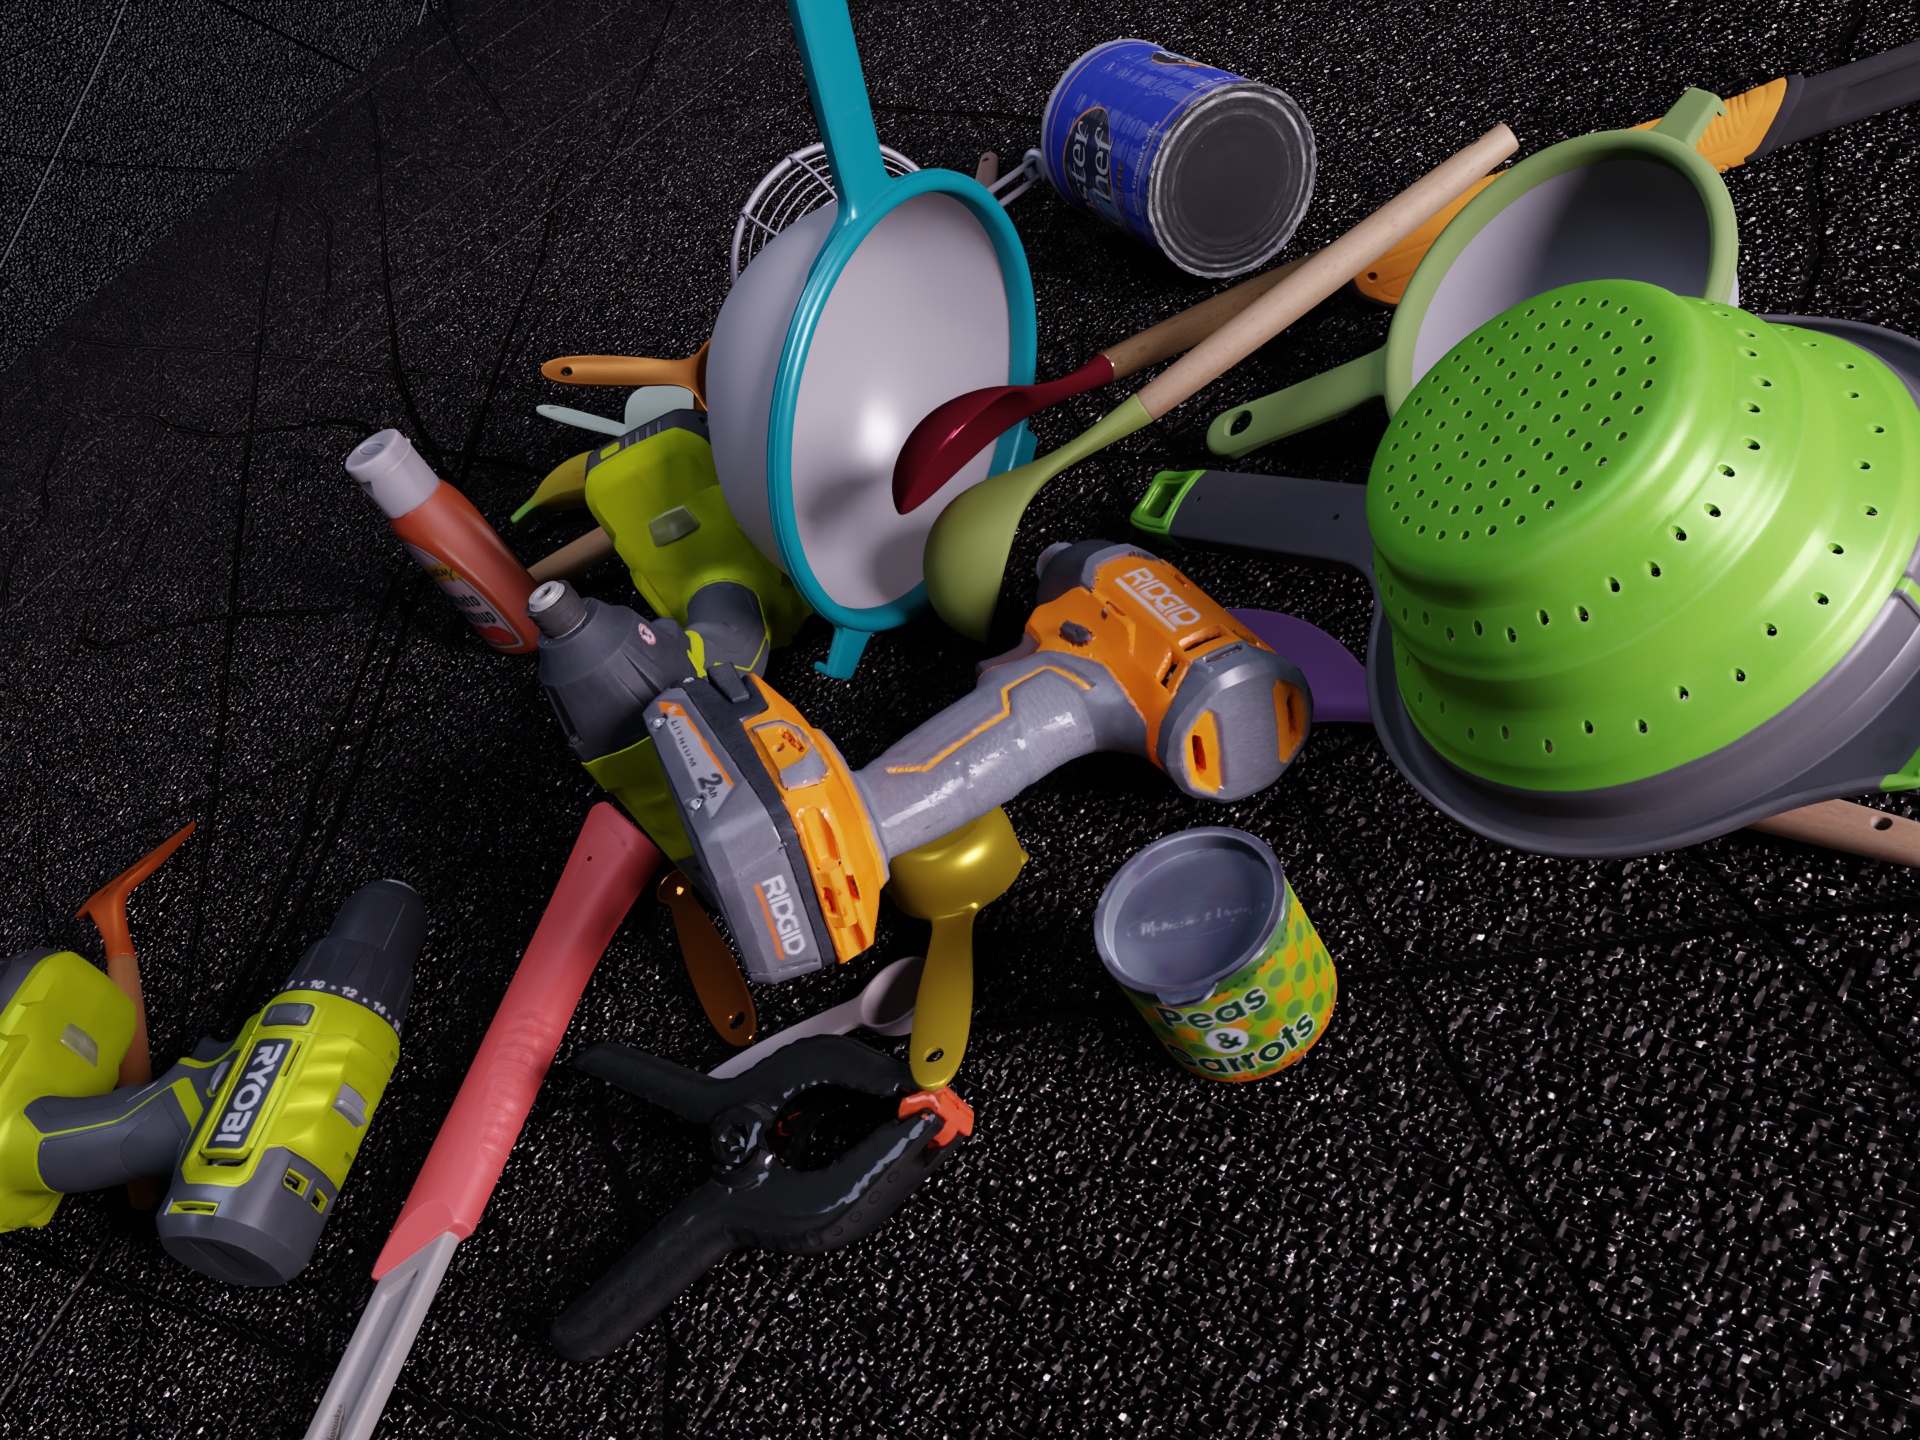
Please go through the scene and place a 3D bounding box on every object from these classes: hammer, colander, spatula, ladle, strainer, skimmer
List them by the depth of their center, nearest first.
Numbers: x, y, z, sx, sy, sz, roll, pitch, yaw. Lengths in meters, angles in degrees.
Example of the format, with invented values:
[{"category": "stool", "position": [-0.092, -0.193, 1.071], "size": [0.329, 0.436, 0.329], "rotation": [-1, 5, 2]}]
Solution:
[{"category": "colander", "position": [0.158, -0.083, 0.566], "size": [0.204, 0.094, 0.397], "rotation": [-58, 30, -6]}, {"category": "spatula", "position": [0.183, 0.001, 0.579], "size": [0.316, 0.018, 0.060], "rotation": [20, 62, 48]}, {"category": "hammer", "position": [-0.213, 0.186, 0.660], "size": [0.149, 0.036, 0.359], "rotation": [-9, 45, 29]}, {"category": "strainer", "position": [0.219, -0.146, 0.683], "size": [0.256, 0.069, 0.151], "rotation": [-13, 63, 51]}, {"category": "hammer", "position": [0.322, -0.257, 0.686], "size": [0.337, 0.127, 0.034], "rotation": [-13, 41, 35]}, {"category": "strainer", "position": [-0.065, -0.198, 0.704], "size": [0.095, 0.340, 0.211], "rotation": [18, 52, 28]}, {"category": "ladle", "position": [0.111, -0.146, 0.708], "size": [0.320, 0.062, 0.078], "rotation": [-35, 13, 16]}, {"category": "ladle", "position": [0.089, -0.178, 0.762], "size": [0.315, 0.031, 0.069], "rotation": [-30, -9, -25]}, {"category": "spatula", "position": [-0.458, 0.155, 0.887], "size": [0.081, 0.041, 0.323], "rotation": [-37, 42, -4]}, {"category": "skimmer", "position": [-0.004, -0.309, 0.946], "size": [0.090, 0.127, 0.363], "rotation": [0, 31, 29]}]

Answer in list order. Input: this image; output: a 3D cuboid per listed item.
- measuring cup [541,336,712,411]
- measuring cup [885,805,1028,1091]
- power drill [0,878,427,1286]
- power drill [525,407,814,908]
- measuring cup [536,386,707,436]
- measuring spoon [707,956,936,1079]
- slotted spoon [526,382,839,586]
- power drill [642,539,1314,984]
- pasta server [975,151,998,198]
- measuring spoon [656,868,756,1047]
[{"category": "measuring cup", "position": [-0.158, -0.190, 0.944], "size": [0.173, 0.052, 0.095], "rotation": [1, 64, -8]}, {"category": "measuring cup", "position": [-0.008, 0.077, 0.603], "size": [0.062, 0.029, 0.157], "rotation": [-14, 28, 11]}, {"category": "power drill", "position": [-0.369, 0.162, 0.752], "size": [0.228, 0.080, 0.191], "rotation": [-5, 47, 18]}, {"category": "power drill", "position": [-0.128, -0.043, 0.735], "size": [0.080, 0.171, 0.223], "rotation": [-24, 36, 14]}, {"category": "measuring cup", "position": [-0.212, -0.202, 1.023], "size": [0.168, 0.038, 0.083], "rotation": [17, 29, 28]}, {"category": "measuring spoon", "position": [-0.058, 0.130, 0.627], "size": [0.124, 0.018, 0.034], "rotation": [-29, 29, 18]}, {"category": "slotted spoon", "position": [-0.175, -0.119, 0.917], "size": [0.314, 0.031, 0.070], "rotation": [-18, 27, 41]}, {"category": "power drill", "position": [-0.001, -0.002, 0.622], "size": [0.226, 0.084, 0.164], "rotation": [-22, 36, -12]}, {"category": "pasta server", "position": [0.006, -0.291, 1.005], "size": [0.060, 0.040, 0.316], "rotation": [-7, 43, 14]}, {"category": "measuring spoon", "position": [-0.109, 0.104, 0.695], "size": [0.021, 0.011, 0.117], "rotation": [-36, 41, -2]}]
